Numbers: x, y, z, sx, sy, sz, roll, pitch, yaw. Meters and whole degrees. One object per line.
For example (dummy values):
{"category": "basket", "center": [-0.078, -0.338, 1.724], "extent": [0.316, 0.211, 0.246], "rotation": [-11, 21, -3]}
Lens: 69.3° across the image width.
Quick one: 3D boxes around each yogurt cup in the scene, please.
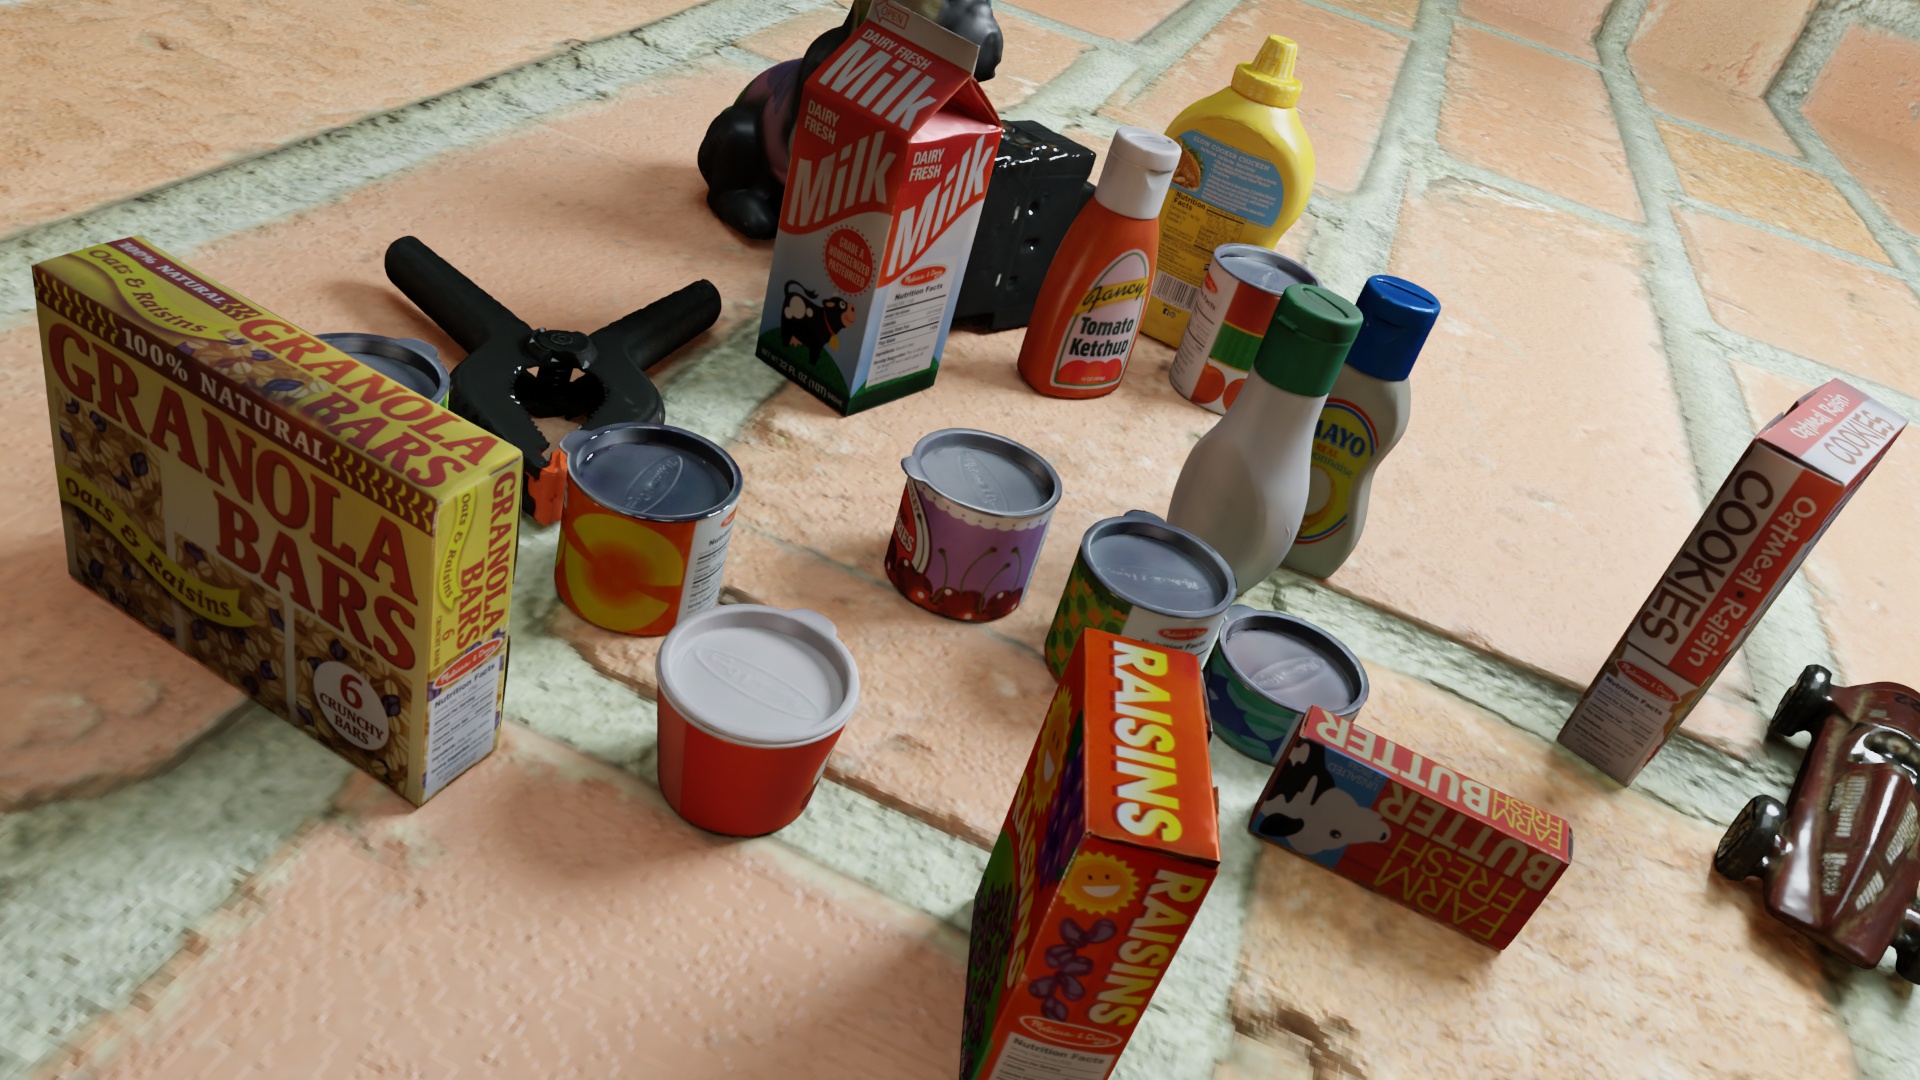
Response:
{"category": "yogurt cup", "center": [-0.072, 0.063, 0.473], "extent": [0.072, 0.053, 0.073], "rotation": [12, 34, -8]}

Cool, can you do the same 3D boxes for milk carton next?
{"category": "milk carton", "center": [-0.039, -0.166, 0.696], "extent": [0.072, 0.189, 0.074], "rotation": [36, 38, 26]}

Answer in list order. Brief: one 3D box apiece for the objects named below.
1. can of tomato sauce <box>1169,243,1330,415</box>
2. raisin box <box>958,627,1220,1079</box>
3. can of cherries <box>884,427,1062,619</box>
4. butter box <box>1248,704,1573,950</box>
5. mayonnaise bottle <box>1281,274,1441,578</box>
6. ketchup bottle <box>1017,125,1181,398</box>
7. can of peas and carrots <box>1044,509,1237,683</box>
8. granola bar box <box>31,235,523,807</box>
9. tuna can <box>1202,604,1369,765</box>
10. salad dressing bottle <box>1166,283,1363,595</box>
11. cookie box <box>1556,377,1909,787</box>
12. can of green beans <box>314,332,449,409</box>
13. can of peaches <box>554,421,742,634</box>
{"category": "can of tomato sauce", "center": [0.170, -0.123, 0.823], "extent": [0.071, 0.082, 0.071], "rotation": [12, 34, -8]}
{"category": "raisin box", "center": [0.035, 0.100, 0.405], "extent": [0.040, 0.122, 0.086], "rotation": [15, 33, -4]}
{"category": "can of cherries", "center": [0.002, -0.008, 0.604], "extent": [0.071, 0.058, 0.072], "rotation": [12, 34, -8]}
{"category": "butter box", "center": [0.166, 0.107, 0.517], "extent": [0.103, 0.052, 0.024], "rotation": [24, 34, 11]}
{"category": "mayonnaise bottle", "center": [0.184, -0.055, 0.673], "extent": [0.065, 0.147, 0.041], "rotation": [27, 34, 14]}
{"category": "ketchup bottle", "center": [0.079, -0.151, 0.764], "extent": [0.065, 0.148, 0.044], "rotation": [-5, 40, -31]}
{"category": "can of peas and carrots", "center": [0.073, 0.031, 0.580], "extent": [0.071, 0.058, 0.071], "rotation": [12, 34, -8]}
{"category": "granola bar box", "center": [-0.218, -0.007, 0.445], "extent": [0.166, 0.123, 0.039], "rotation": [28, 35, 15]}
{"category": "tuna can", "center": [0.133, 0.061, 0.587], "extent": [0.071, 0.032, 0.071], "rotation": [12, 34, -8]}
{"category": "salad dressing bottle", "center": [0.139, -0.044, 0.637], "extent": [0.044, 0.146, 0.064], "rotation": [-8, 41, -34]}
{"category": "cookie box", "center": [0.345, 0.017, 0.624], "extent": [0.040, 0.166, 0.123], "rotation": [38, 38, 28]}
{"category": "can of green beans", "center": [-0.237, -0.041, 0.545], "extent": [0.071, 0.057, 0.071], "rotation": [12, 34, -8]}
{"category": "can of peaches", "center": [-0.125, -0.006, 0.545], "extent": [0.071, 0.057, 0.071], "rotation": [12, 34, -8]}
